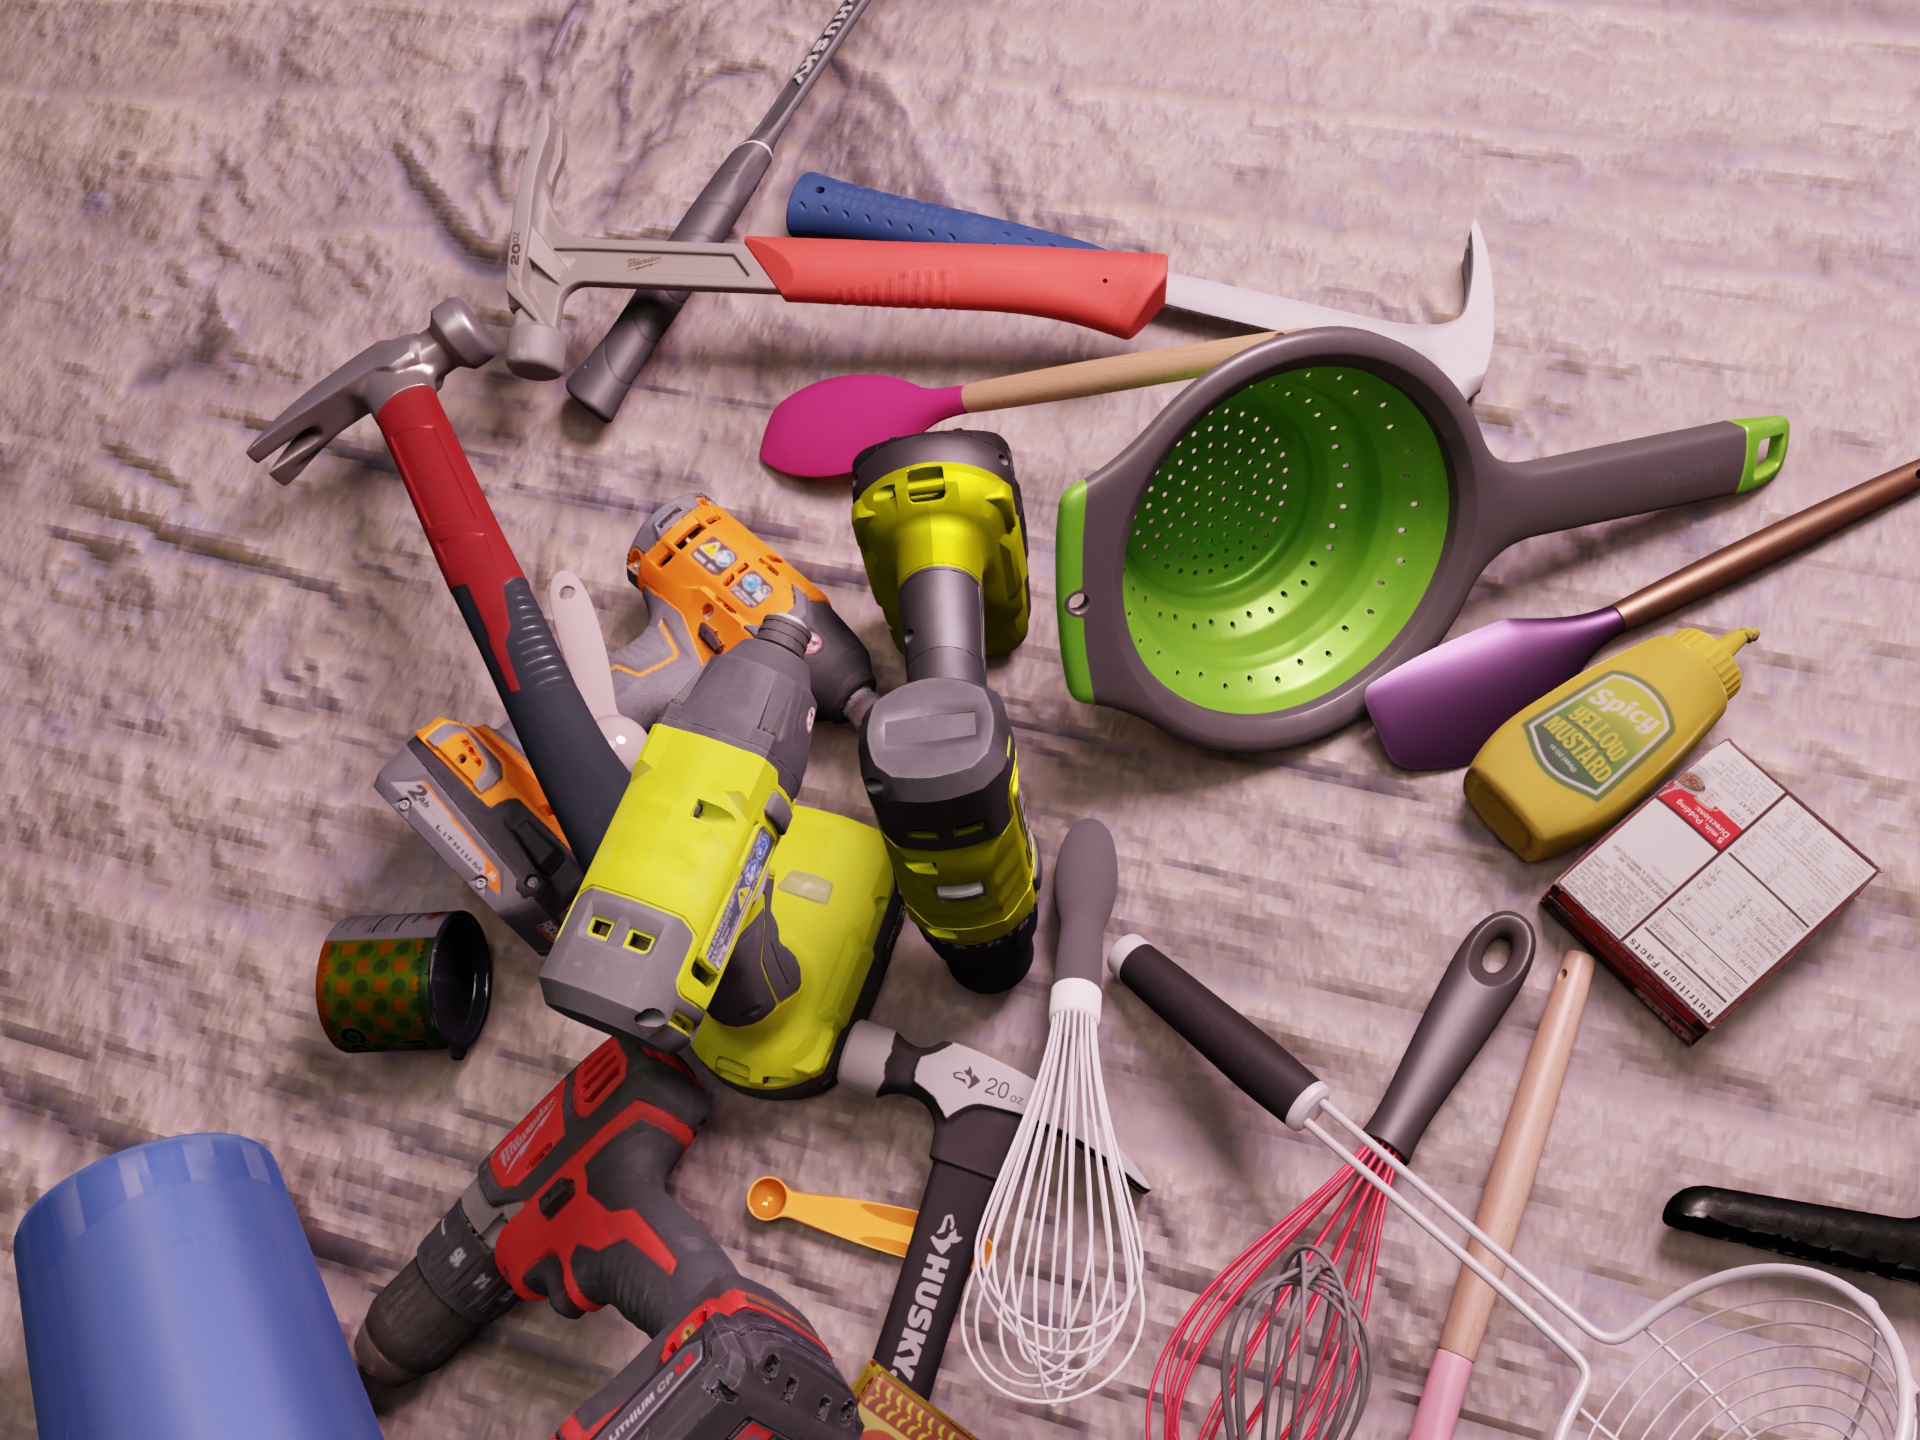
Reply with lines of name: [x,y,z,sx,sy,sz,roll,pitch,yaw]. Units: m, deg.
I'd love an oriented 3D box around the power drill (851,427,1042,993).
power drill: [-0.001,-0.002,0.733,0.080,0.190,0.229,-7,52,5]

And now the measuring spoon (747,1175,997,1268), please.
measuring spoon: [-0.040,0.228,0.718,0.117,0.011,0.021,11,71,9]

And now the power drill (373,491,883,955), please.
power drill: [-0.154,0.006,0.792,0.164,0.084,0.226,39,73,21]

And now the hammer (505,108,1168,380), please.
hammer: [-0.068,-0.252,0.862,0.359,0.036,0.149,4,81,7]

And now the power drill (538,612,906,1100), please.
power drill: [-0.085,0.069,0.674,0.080,0.223,0.171,17,70,14]

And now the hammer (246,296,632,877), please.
hammer: [-0.239,-0.054,0.766,0.143,0.038,0.387,-35,56,1]

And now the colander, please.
colander: [0.217,-0.112,0.780,0.397,0.204,0.095,-13,30,-14]

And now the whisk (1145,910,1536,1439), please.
whisk: [0.171,0.199,0.676,0.073,0.073,0.296,30,67,19]

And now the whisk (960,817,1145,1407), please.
whisk: [0.045,0.148,0.674,0.070,0.070,0.285,0,43,8]

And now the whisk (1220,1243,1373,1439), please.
whisk: [0.115,0.306,0.586,0.055,0.055,0.239,7,102,11]

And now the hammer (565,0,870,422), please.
hammer: [-0.111,-0.346,0.940,0.149,0.036,0.409,16,72,48]

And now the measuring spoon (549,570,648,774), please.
measuring spoon: [-0.177,-0.026,0.756,0.034,0.018,0.124,-19,62,-8]

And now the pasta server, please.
pasta server: [0.209,0.235,0.662,0.040,0.060,0.316,33,69,-17]

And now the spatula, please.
spatula: [0.344,-0.058,0.778,0.316,0.018,0.060,-26,92,-5]

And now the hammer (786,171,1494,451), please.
hammer: [0.094,-0.252,0.891,0.405,0.035,0.144,18,71,15]

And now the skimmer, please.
skimmer: [0.167,0.170,0.598,0.127,0.090,0.364,-45,45,-7]

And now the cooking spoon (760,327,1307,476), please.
cooking spoon: [0.026,-0.170,0.818,0.319,0.017,0.069,-3,62,30]

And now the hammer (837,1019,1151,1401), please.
hammer: [-0.029,0.305,0.663,0.146,0.035,0.335,17,72,8]

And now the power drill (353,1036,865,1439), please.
power drill: [-0.157,0.251,0.649,0.188,0.080,0.227,-45,37,-4]
